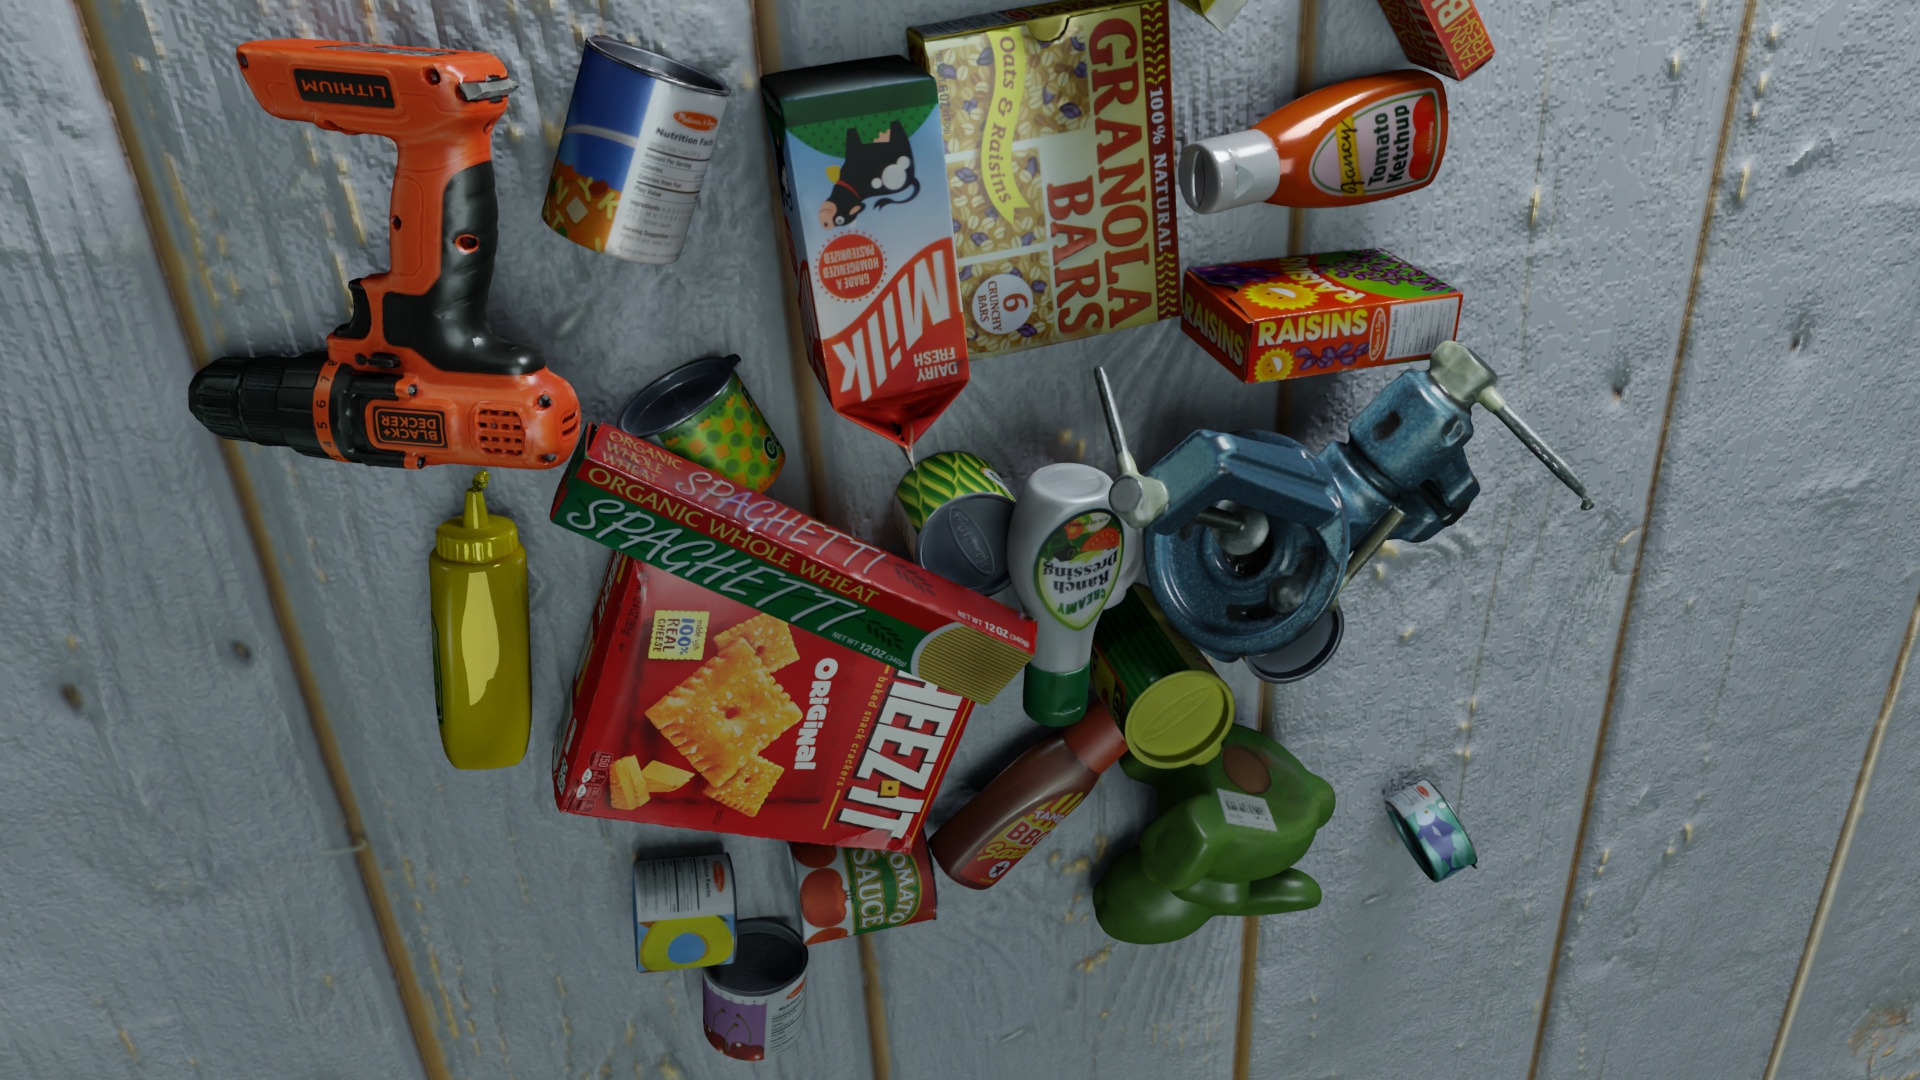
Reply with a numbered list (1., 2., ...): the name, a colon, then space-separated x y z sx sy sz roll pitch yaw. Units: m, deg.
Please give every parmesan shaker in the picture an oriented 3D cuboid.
1. parmesan shaker: 0.112 0.080 0.826 0.071 0.103 0.071 -7 118 -13

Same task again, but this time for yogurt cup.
1. yogurt cup: 0.067 -0.004 0.797 0.072 0.054 0.072 -7 118 -13

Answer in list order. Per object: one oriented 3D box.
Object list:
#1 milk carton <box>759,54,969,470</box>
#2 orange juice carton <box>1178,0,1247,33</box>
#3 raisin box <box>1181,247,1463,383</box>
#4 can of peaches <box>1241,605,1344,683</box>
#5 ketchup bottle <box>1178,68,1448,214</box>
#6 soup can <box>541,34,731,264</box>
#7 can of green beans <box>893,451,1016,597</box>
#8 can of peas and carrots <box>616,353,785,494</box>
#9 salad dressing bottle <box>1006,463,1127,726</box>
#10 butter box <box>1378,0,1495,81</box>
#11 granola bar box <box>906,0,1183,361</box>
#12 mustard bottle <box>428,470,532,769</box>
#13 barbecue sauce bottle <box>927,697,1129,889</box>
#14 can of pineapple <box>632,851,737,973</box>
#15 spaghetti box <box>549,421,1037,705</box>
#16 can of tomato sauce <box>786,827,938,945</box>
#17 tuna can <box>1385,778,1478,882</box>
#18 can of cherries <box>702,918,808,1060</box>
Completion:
1. milk carton: -0.043 -0.133 0.686 0.073 0.072 0.189 -13 120 -11
2. orange juice carton: 0.077 -0.316 0.627 0.192 0.073 0.071 31 105 -28
3. raisin box: 0.193 -0.124 0.754 0.123 0.086 0.040 -9 121 -12
4. can of peaches: 0.193 0.044 0.858 0.071 0.058 0.071 -7 118 -13
5. ketchup bottle: 0.182 -0.201 0.718 0.149 0.043 0.064 -18 122 -23
6. soup can: -0.151 -0.179 0.636 0.071 0.071 0.083 14 113 -23
7. can of green beans: 0.001 -0.009 0.772 0.071 0.058 0.071 -7 118 -13
8. can of peas and carrots: -0.129 -0.052 0.706 0.071 0.071 0.058 -29 122 -1
9. salad dressing bottle: 0.055 0.032 0.753 0.064 0.044 0.146 -12 123 -22
10. butter box: 0.228 -0.284 0.701 0.024 0.053 0.103 -38 121 7
11. granola bar box: 0.047 -0.183 0.706 0.124 0.039 0.164 -14 120 -10
12. mustard bottle: -0.249 0.038 0.721 0.049 0.065 0.159 -4 112 -21
13. barbecue sauce bottle: 0.050 0.157 0.875 0.148 0.044 0.065 -44 145 11
14. can of pineapple: -0.167 0.226 0.839 0.058 0.071 0.070 -2 117 -16
15. spaghetti box: -0.079 0.016 0.695 0.250 0.029 0.050 25 128 -19
16. can of tomato sauce: -0.061 0.210 0.860 0.083 0.071 0.070 -9 119 -12
17. tuna can: 0.332 0.207 0.979 0.033 0.071 0.071 -29 121 1
18. can of cherries: -0.133 0.284 0.882 0.071 0.072 0.058 -3 118 -15
